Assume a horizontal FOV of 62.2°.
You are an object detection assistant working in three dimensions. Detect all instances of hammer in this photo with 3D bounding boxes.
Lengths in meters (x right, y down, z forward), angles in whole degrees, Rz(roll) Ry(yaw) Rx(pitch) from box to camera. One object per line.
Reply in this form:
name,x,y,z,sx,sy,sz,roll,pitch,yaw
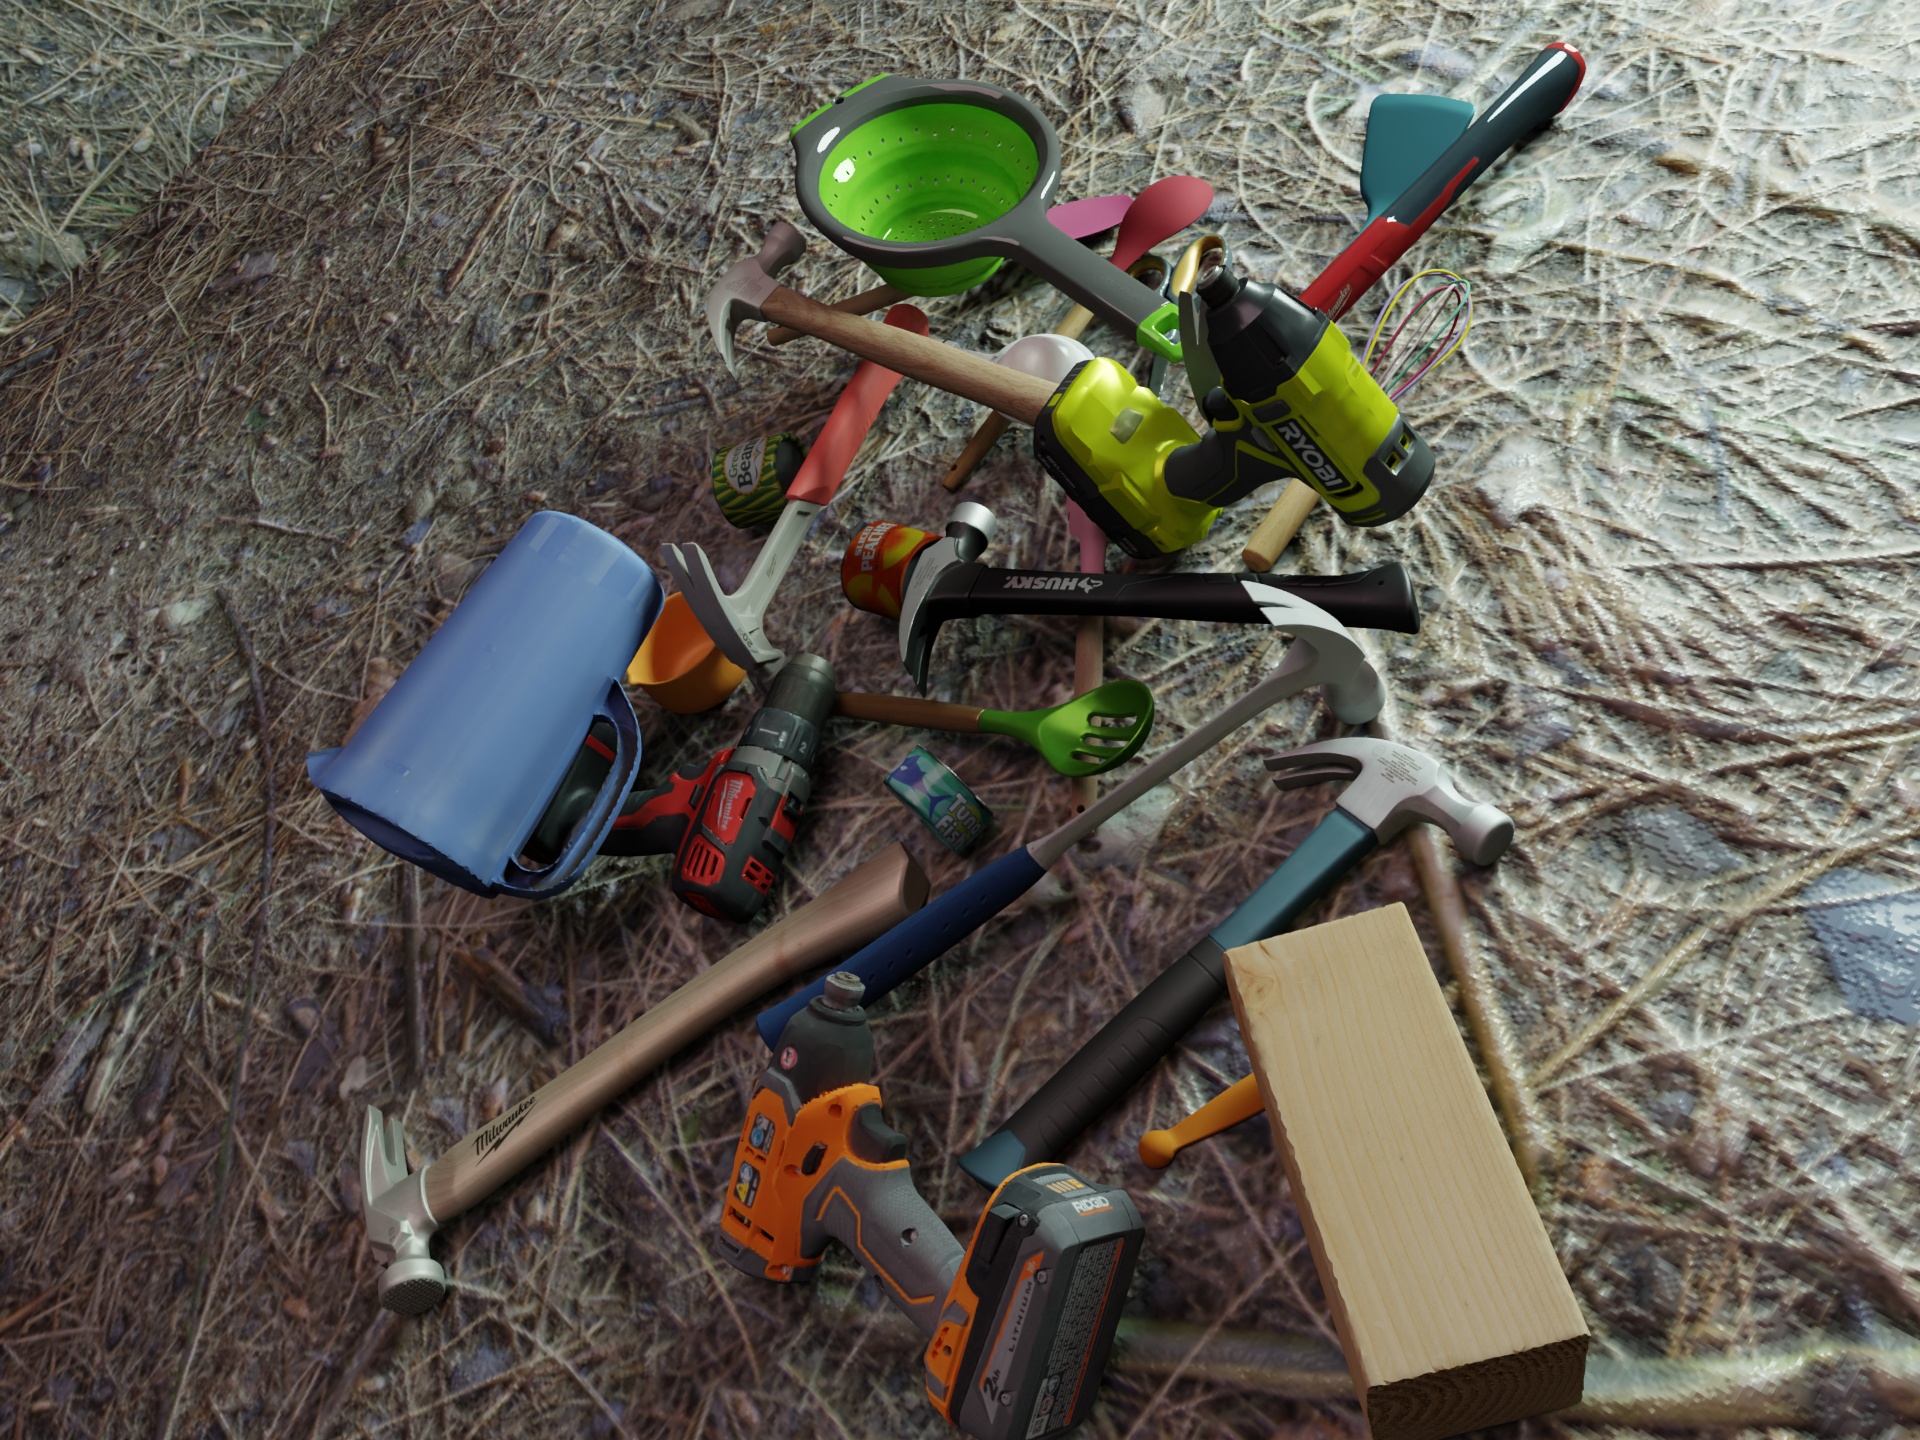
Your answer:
hammer,-0.058,-0.273,1.160,0.331,0.031,0.130,28,72,31
hammer,0.049,0.068,0.896,0.405,0.143,0.035,-36,53,11
hammer,-0.201,0.197,0.995,0.410,0.038,0.146,-35,44,2
hammer,0.131,0.134,0.845,0.331,0.033,0.128,-43,46,-5
hammer,-0.105,-0.197,1.188,0.037,0.149,0.359,2,51,29
hammer,0.289,-0.340,1.060,0.386,0.143,0.038,-46,49,-14
hammer,0.112,-0.072,0.967,0.335,0.035,0.146,5,53,31

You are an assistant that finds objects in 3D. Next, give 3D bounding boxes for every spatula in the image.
spatula,0.252,-0.311,1.114,0.082,0.044,0.317,25,72,37

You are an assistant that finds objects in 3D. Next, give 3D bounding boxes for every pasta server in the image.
pasta server,0.088,-0.063,1.033,0.060,0.040,0.316,-11,55,24

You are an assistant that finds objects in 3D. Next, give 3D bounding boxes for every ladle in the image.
ladle,0.084,-0.298,1.202,0.315,0.031,0.069,-53,43,-6

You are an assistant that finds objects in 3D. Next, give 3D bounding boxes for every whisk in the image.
whisk,0.258,-0.193,1.022,0.245,0.047,0.051,-54,35,-10

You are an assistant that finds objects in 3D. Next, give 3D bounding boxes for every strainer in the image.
strainer,-0.002,-0.271,1.182,0.258,0.050,0.087,16,64,21

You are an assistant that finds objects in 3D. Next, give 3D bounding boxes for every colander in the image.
colander,0.032,-0.352,1.206,0.204,0.094,0.397,-38,60,-17

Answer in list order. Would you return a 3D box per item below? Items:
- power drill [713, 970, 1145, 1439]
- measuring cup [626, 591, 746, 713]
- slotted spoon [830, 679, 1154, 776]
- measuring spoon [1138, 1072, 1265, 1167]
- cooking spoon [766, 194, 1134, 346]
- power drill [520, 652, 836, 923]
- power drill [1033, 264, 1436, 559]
power drill,-0.024,0.234,0.793,0.227,0.084,0.164,20,97,40
measuring cup,-0.224,-0.062,1.202,0.174,0.052,0.095,28,73,44
slotted spoon,-0.002,-0.003,1.019,0.314,0.031,0.070,6,59,43
measuring spoon,0.140,0.192,0.808,0.117,0.011,0.021,-32,46,6
cooking spoon,-0.008,-0.367,1.299,0.319,0.017,0.069,-20,40,2
power drill,-0.197,0.032,1.089,0.227,0.080,0.188,8,65,31
power drill,0.148,-0.177,0.945,0.080,0.171,0.223,-55,22,-21
